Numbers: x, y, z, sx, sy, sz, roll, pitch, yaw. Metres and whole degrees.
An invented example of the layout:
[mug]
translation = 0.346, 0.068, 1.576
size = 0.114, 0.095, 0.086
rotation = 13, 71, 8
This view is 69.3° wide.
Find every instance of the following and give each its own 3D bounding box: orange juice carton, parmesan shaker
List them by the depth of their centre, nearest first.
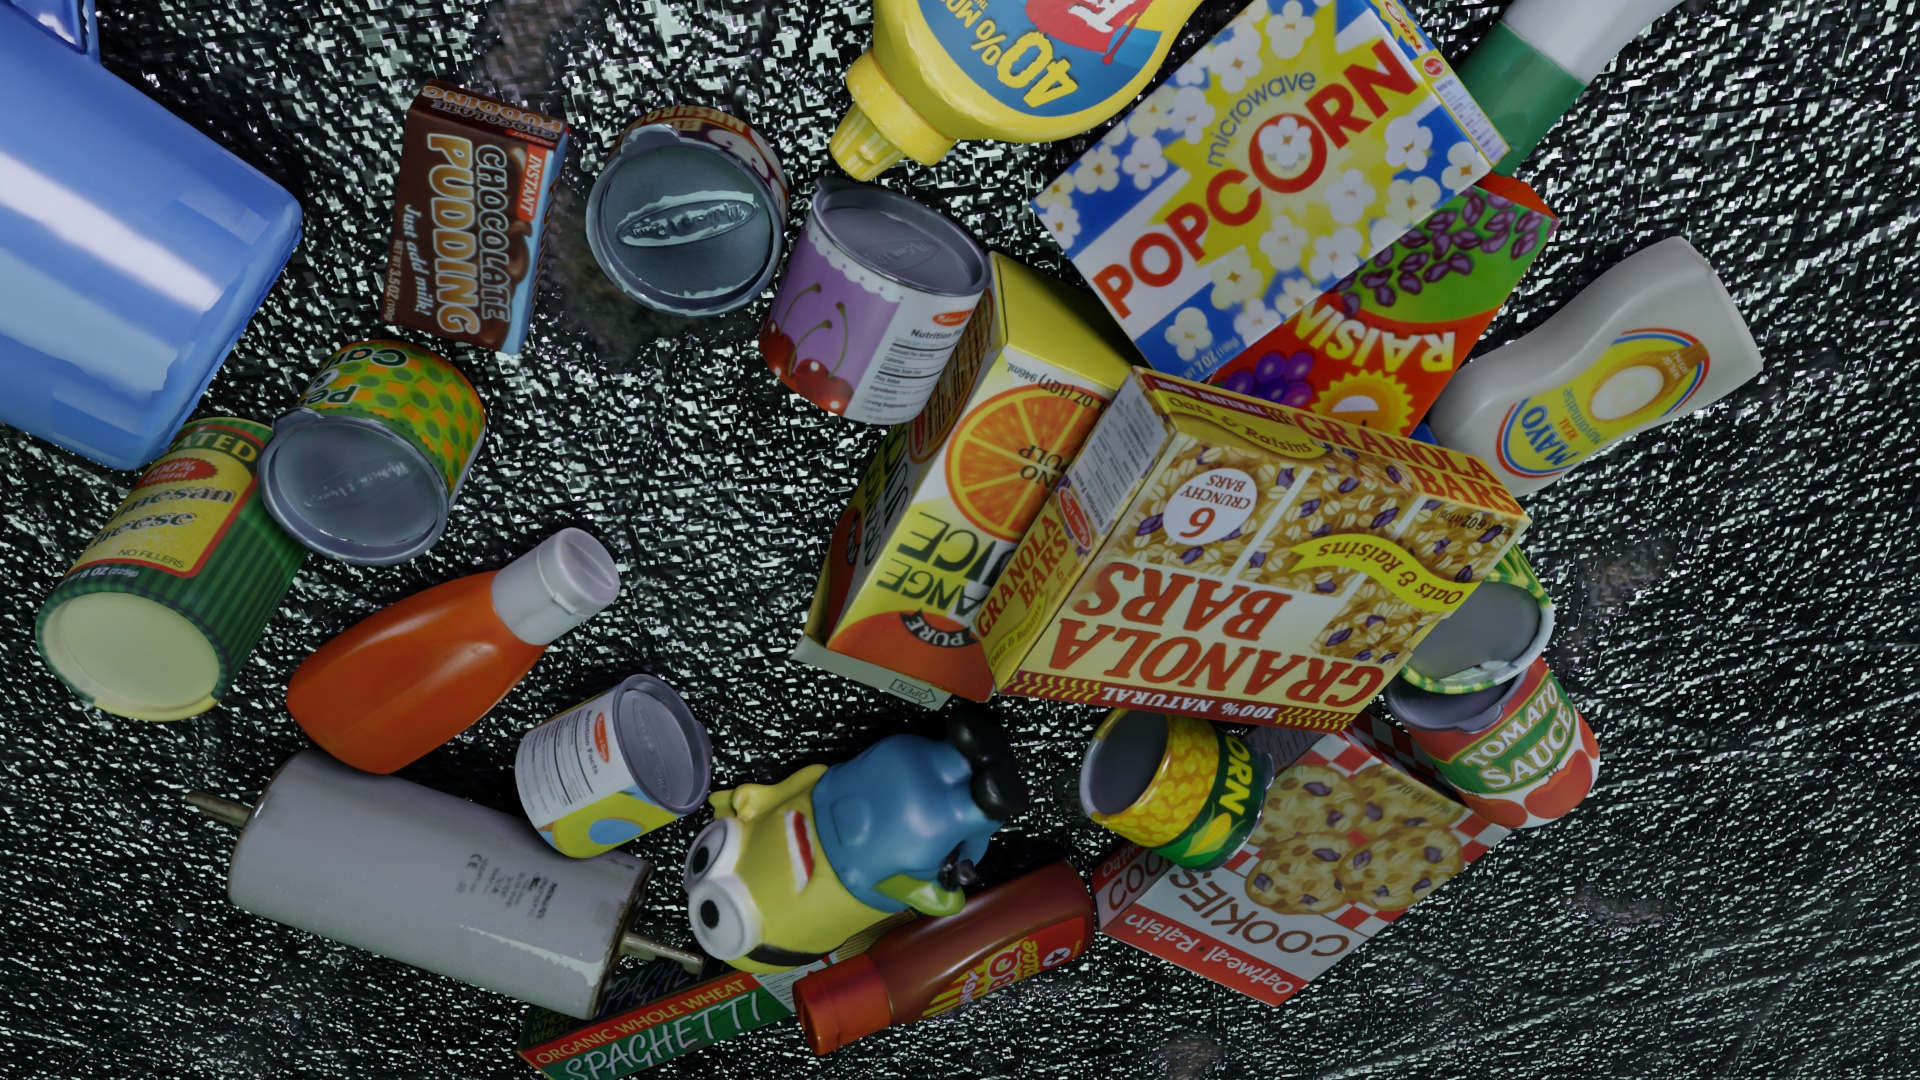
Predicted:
[parmesan shaker]
translation = -0.285, 0.008, 0.521
size = 0.071, 0.103, 0.071
rotation = -1, 127, -1
[orange juice carton]
translation = 0.002, -0.007, 0.540
size = 0.072, 0.073, 0.191
rotation = 20, 124, -18

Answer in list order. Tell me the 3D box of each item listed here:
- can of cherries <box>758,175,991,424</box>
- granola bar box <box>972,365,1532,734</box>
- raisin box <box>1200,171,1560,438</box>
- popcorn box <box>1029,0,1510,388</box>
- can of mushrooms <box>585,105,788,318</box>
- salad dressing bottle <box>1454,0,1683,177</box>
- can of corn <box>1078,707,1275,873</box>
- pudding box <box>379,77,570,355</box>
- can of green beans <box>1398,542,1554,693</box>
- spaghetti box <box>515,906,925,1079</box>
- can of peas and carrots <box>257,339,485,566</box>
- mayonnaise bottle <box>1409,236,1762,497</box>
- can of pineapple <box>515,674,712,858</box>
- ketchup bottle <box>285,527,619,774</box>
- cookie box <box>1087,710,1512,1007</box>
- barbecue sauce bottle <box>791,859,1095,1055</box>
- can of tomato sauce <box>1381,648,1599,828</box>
[can of cherries]
translation = -0.032, -0.084, 0.487
size = 0.071, 0.072, 0.058
rotation = 19, 125, -16
[granola bar box]
translation = 0.105, 0.012, 0.505
size = 0.166, 0.039, 0.123
rotation = 10, 129, -28
[raisin box]
translation = 0.142, -0.086, 0.508
size = 0.086, 0.040, 0.122
rotation = 17, 124, -15
[popcorn box]
translation = 0.096, -0.117, 0.449
size = 0.126, 0.038, 0.085
rotation = -36, 91, 35
[can of mushrooms]
translation = -0.093, -0.115, 0.479
size = 0.071, 0.034, 0.070
rotation = -1, 128, -1
[salad dressing bottle]
translation = 0.209, -0.183, 0.433
size = 0.064, 0.044, 0.147
rotation = 26, 122, -19
[can of corn]
translation = 0.098, 0.109, 0.636
size = 0.058, 0.071, 0.071
rotation = 31, 120, -22
[pudding box]
translation = -0.168, -0.110, 0.482
size = 0.050, 0.030, 0.083
rotation = 15, 125, -14
[can of green beans]
translation = 0.204, 0.021, 0.579
size = 0.071, 0.058, 0.071
rotation = -1, 127, -1
[spaghetti box]
translation = -0.125, 0.241, 0.751
size = 0.250, 0.029, 0.050
rotation = -24, 125, 15
[can of peas and carrots]
translation = -0.219, -0.035, 0.519
size = 0.071, 0.059, 0.070
rotation = -1, 127, -1
[mayonnaise bottle]
translation = 0.223, -0.051, 0.536
size = 0.147, 0.041, 0.064
rotation = -34, 121, 22
[can of pineapple]
translation = -0.154, 0.102, 0.621
size = 0.058, 0.071, 0.070
rotation = -26, 124, 17
[ketchup bottle]
translation = -0.212, 0.045, 0.589
size = 0.148, 0.044, 0.064
rotation = -30, 124, 19
[cookie box]
translation = 0.164, 0.156, 0.692
size = 0.123, 0.040, 0.166
rotation = 29, 120, -22
[barbecue sauce bottle]
translation = -0.008, 0.207, 0.685
size = 0.149, 0.044, 0.064
rotation = -16, 141, -22
[can of tomato sauce]
translation = 0.238, 0.080, 0.618
size = 0.071, 0.071, 0.083
rotation = -32, 123, 20
